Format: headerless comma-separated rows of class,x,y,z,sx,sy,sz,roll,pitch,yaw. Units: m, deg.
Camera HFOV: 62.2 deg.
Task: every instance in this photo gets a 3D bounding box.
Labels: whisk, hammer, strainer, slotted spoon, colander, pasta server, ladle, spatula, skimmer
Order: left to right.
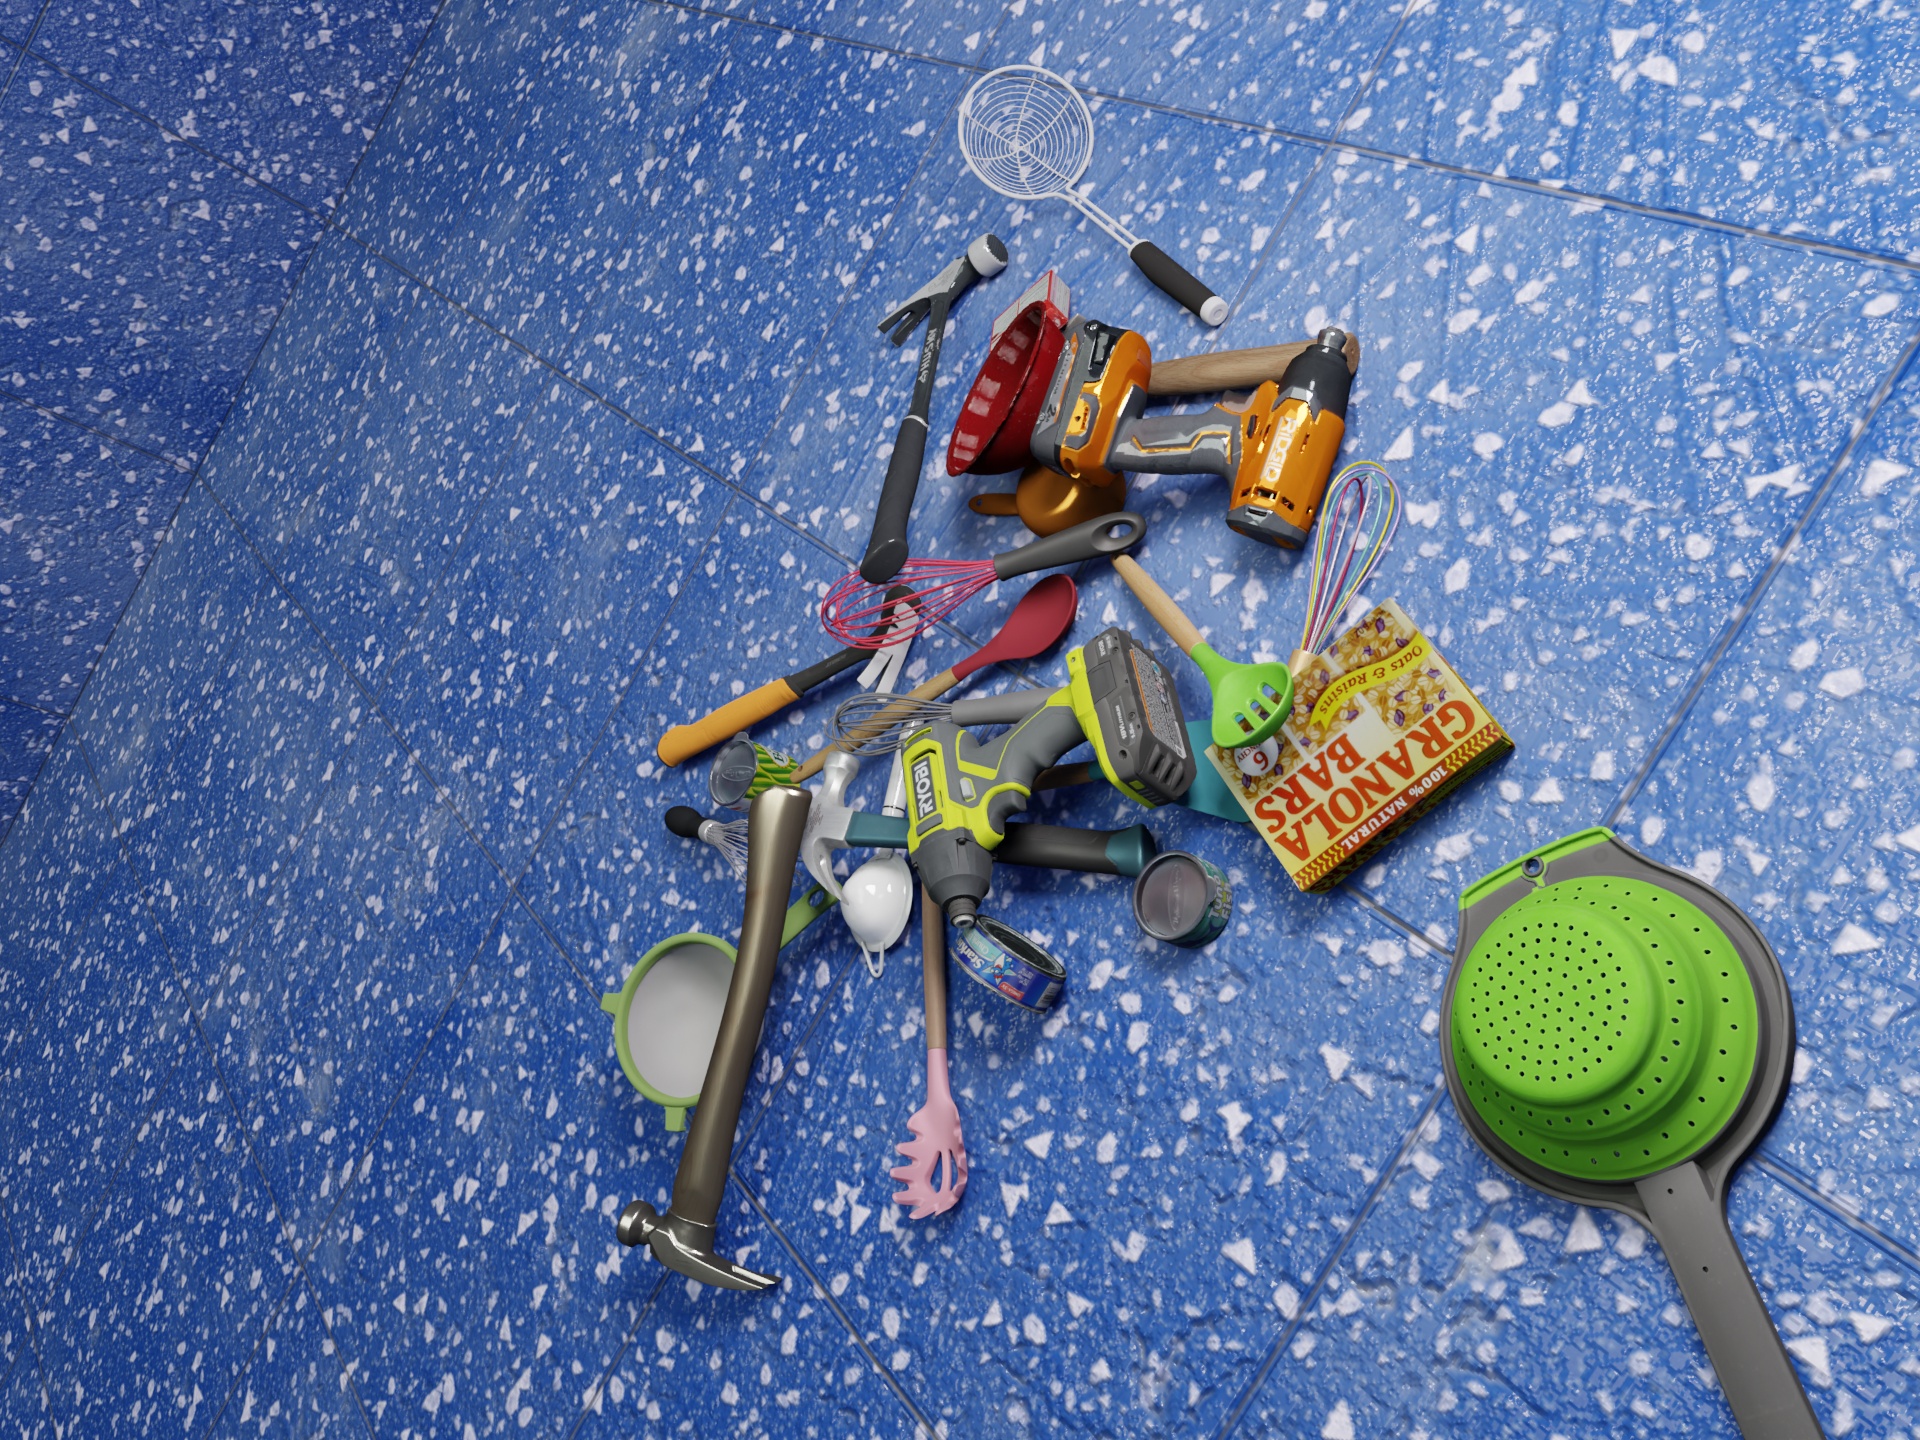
whisk,-0.214,0.108,1.456,0.285,0.070,0.070,9,78,60
strainer,-0.189,0.231,1.398,0.256,0.069,0.152,-42,60,8
hammer,-0.174,0.257,1.309,0.146,0.038,0.410,14,92,23
hammer,-0.175,-0.017,1.494,0.337,0.034,0.127,-25,34,37
strainer,-0.062,0.087,1.360,0.087,0.050,0.259,-9,63,48
hammer,-0.042,-0.277,1.425,0.149,0.036,0.409,-27,39,36
ladle,-0.025,-0.026,1.358,0.315,0.031,0.069,-32,45,21
pasta server,-0.023,0.233,1.261,0.060,0.040,0.316,-15,60,24
whisk,-0.003,-0.004,1.306,0.239,0.055,0.055,-6,67,22
hammer,0.006,0.093,1.263,0.331,0.033,0.128,2,64,34
whisk,0.015,-0.120,1.320,0.296,0.073,0.073,-16,61,21
spatula,0.092,0.047,1.247,0.317,0.044,0.082,-10,65,45
skimmer,0.121,-0.462,1.392,0.127,0.090,0.364,-29,50,-9
hammer,0.175,-0.284,1.307,0.331,0.031,0.130,3,75,43
slotted spoon,0.168,-0.063,1.165,0.070,0.031,0.314,-48,30,11
whisk,0.252,-0.069,1.135,0.051,0.047,0.245,20,89,44
colander,0.366,0.234,0.858,0.204,0.094,0.398,-33,52,28

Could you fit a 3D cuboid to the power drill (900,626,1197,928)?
power drill,0.056,0.044,1.180,0.223,0.080,0.171,-31,47,26

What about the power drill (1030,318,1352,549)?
power drill,0.182,-0.235,1.211,0.227,0.084,0.164,21,92,29

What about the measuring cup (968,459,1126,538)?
measuring cup,0.058,-0.194,1.359,0.174,0.052,0.095,7,77,42
